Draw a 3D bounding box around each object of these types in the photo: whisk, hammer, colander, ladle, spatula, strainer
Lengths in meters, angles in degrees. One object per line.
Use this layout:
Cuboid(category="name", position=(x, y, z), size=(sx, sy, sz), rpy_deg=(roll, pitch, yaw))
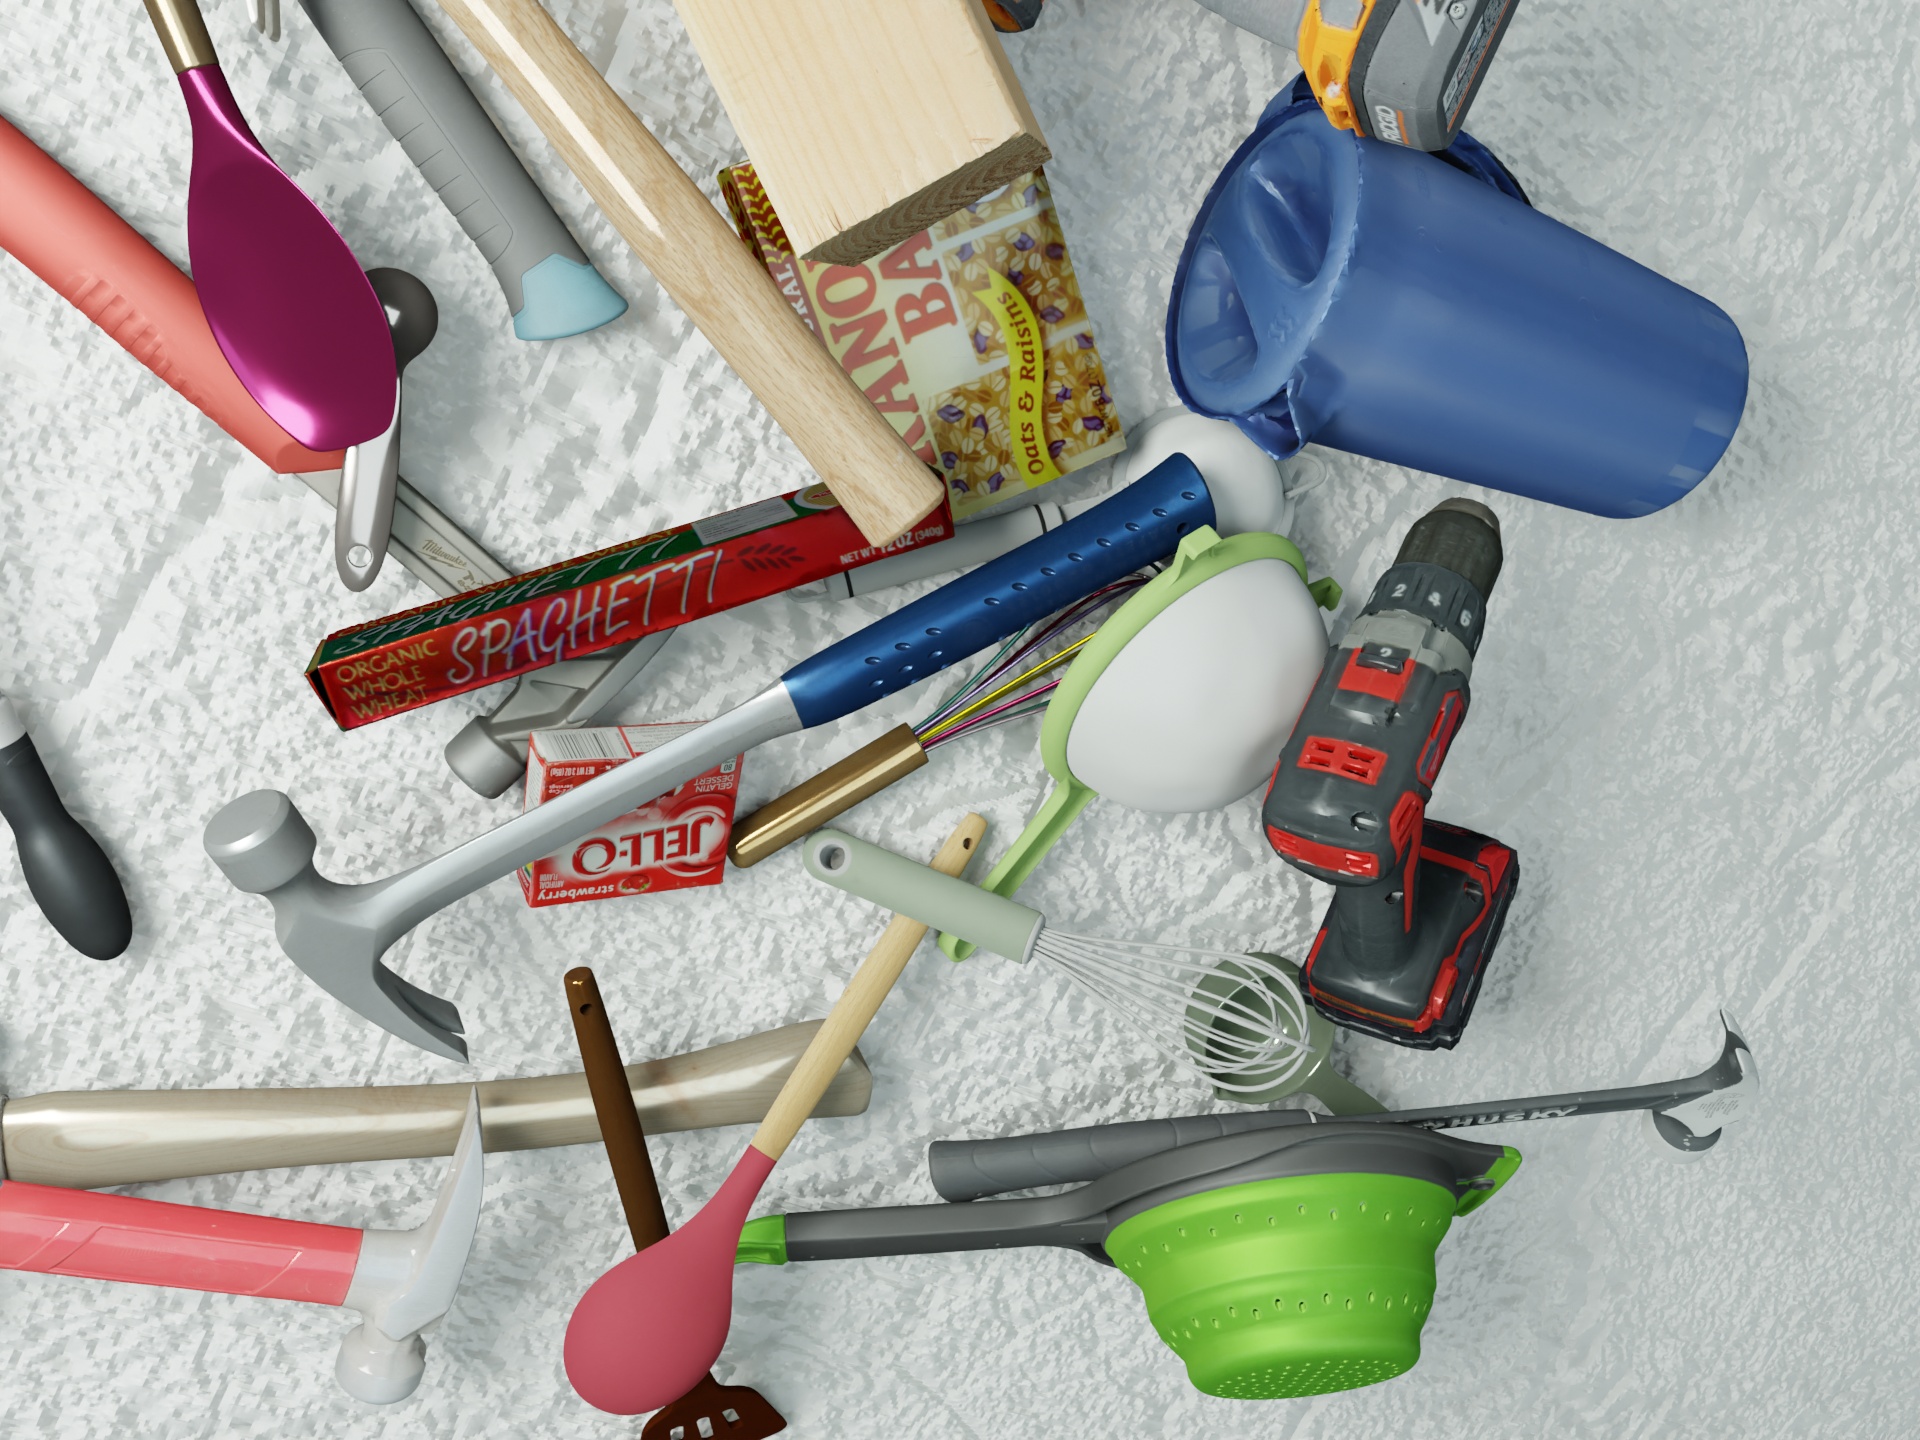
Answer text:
Cuboid(category="whisk", position=(-0.379, -0.026, 0.591), size=(0.070, 0.070, 0.284), rpy_deg=(-19, 117, -11))
Cuboid(category="hammer", position=(-0.242, 0.187, 0.713), size=(0.410, 0.038, 0.146), rpy_deg=(-1, 108, -18))
Cuboid(category="hammer", position=(0.188, 0.202, 0.790), size=(0.409, 0.036, 0.149), rpy_deg=(-6, 148, 2))
Cuboid(category="whisk", position=(0.040, 0.101, 0.713), size=(0.246, 0.059, 0.058), rpy_deg=(21, 85, 13))
Cuboid(category="colander", position=(0.079, 0.279, 0.774), size=(0.397, 0.095, 0.204), rpy_deg=(-3, 147, -4))
Cuboid(category="ladle", position=(-0.075, 0.175, 0.728), size=(0.069, 0.031, 0.315), rpy_deg=(37, 77, -17))
Cuboid(category="hammer", position=(-0.388, 0.182, 0.622), size=(0.386, 0.038, 0.143), rpy_deg=(16, 103, -23))
Cuboid(category="spatula", position=(-0.143, 0.247, 0.744), size=(0.081, 0.041, 0.322), rpy_deg=(-15, 116, -13))
Cuboid(category="strainer", position=(0.083, 0.033, 0.723), size=(0.256, 0.069, 0.151), rpy_deg=(-52, 150, 18))
Cuboid(category="hammer", position=(-0.262, -0.130, 0.606), size=(0.149, 0.037, 0.358), rpy_deg=(-46, 115, 0))
Cuboid(category="whisk", position=(-0.001, -0.003, 0.726), size=(0.245, 0.047, 0.051), rpy_deg=(-31, 115, -3))
Cuboid(category="strainer", position=(0.048, -0.090, 0.709), size=(0.258, 0.050, 0.087), rpy_deg=(-16, 76, -5))
Cuboid(category="hammer", position=(-0.234, -0.278, 0.570), size=(0.128, 0.033, 0.330), rpy_deg=(-36, 114, -3))
Cuboid(category="hammer", position=(-0.123, -0.196, 0.565), size=(0.130, 0.031, 0.331), rpy_deg=(-39, 103, 2))
Cuboid(category="hammer", position=(-0.077, 0.002, 0.645), size=(0.405, 0.035, 0.143), rpy_deg=(-27, 129, -9))

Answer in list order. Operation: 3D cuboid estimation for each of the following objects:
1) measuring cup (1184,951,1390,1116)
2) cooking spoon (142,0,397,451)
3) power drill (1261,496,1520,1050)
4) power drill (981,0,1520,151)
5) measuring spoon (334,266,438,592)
Cuboid(category="measuring cup", position=(0.183, 0.183, 0.848), size=(0.167, 0.038, 0.083), rpy_deg=(40, 92, -27))
Cuboid(category="cooking spoon", position=(-0.267, -0.246, 0.535), size=(0.069, 0.017, 0.318), rpy_deg=(-11, 110, 16))
Cuboid(category="power drill", position=(0.206, 0.029, 0.727), size=(0.188, 0.080, 0.226), rpy_deg=(-60, 147, -26))
Cuboid(category="power drill", position=(0.102, -0.320, 0.587), size=(0.226, 0.084, 0.164), rpy_deg=(27, 100, 18))
Cuboid(category="measuring spoon", position=(-0.220, -0.107, 0.597), size=(0.034, 0.018, 0.124), rpy_deg=(7, 106, -21))
